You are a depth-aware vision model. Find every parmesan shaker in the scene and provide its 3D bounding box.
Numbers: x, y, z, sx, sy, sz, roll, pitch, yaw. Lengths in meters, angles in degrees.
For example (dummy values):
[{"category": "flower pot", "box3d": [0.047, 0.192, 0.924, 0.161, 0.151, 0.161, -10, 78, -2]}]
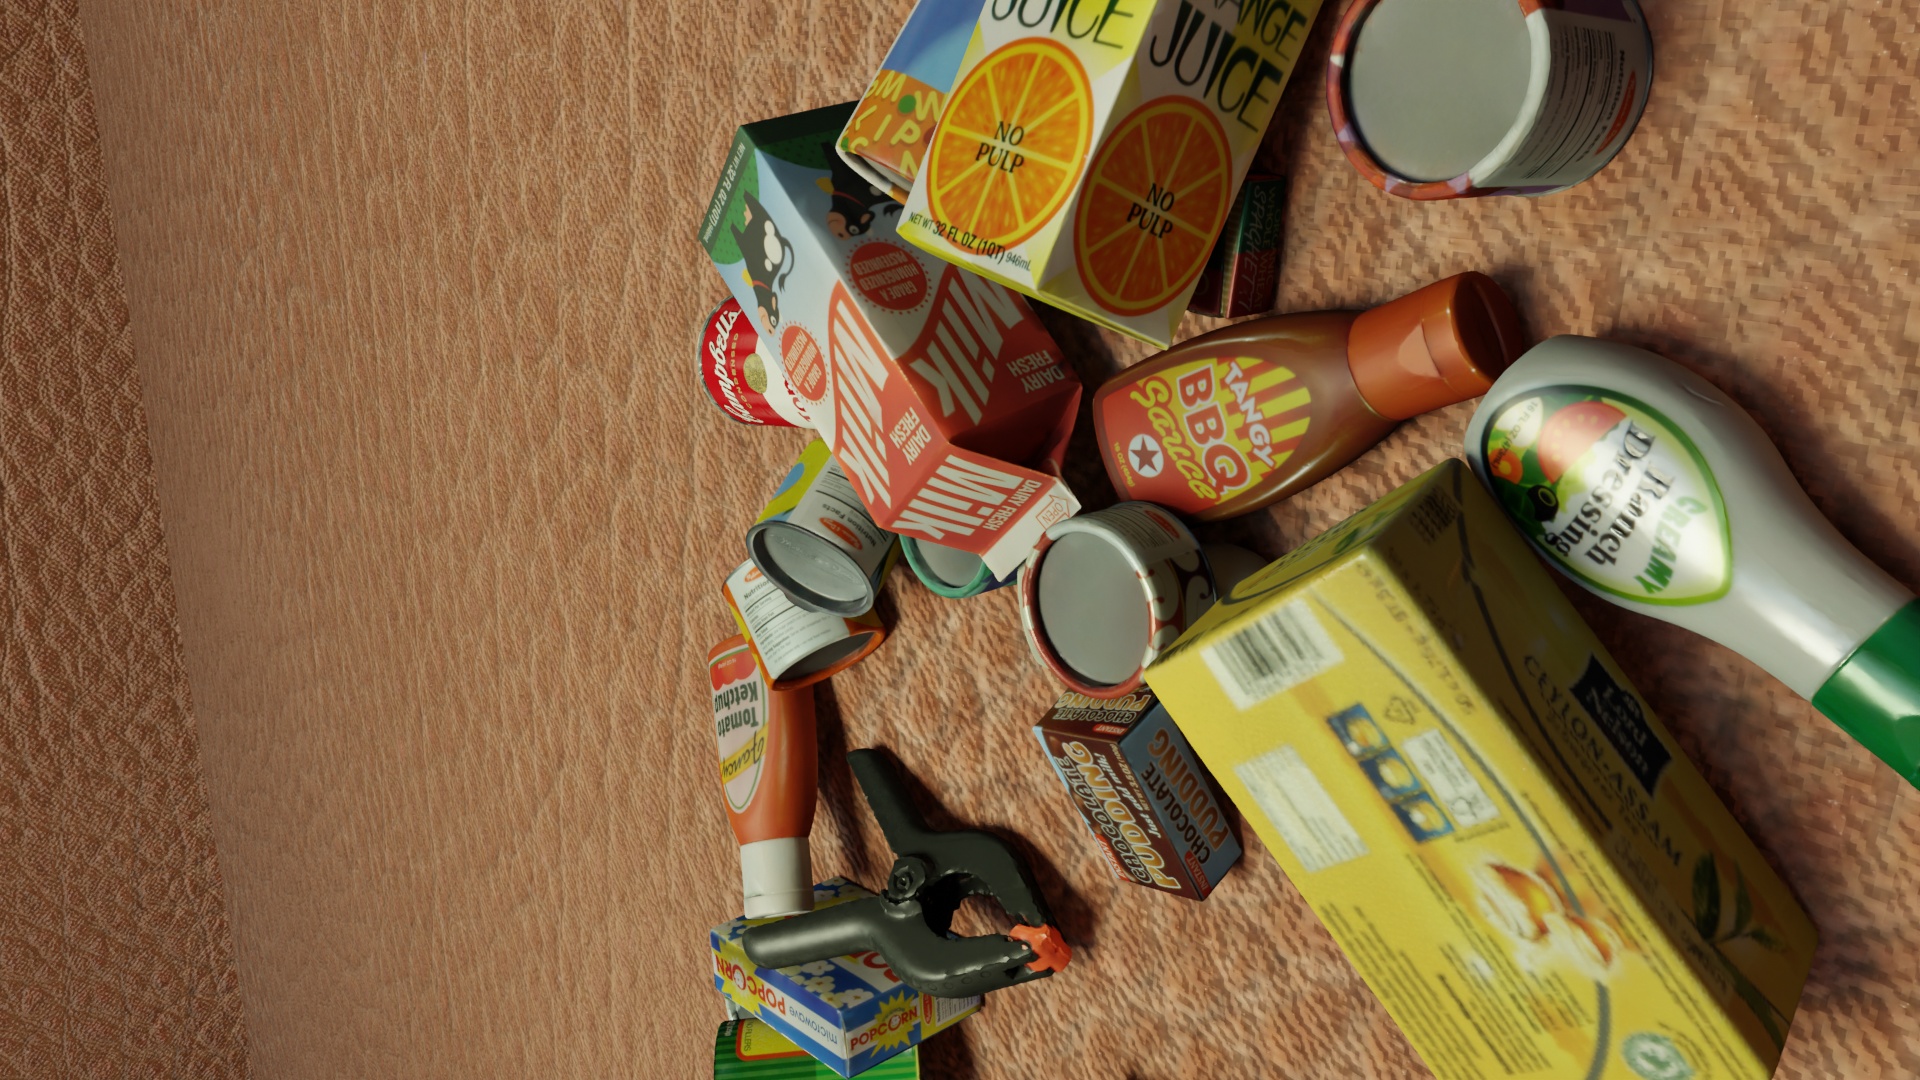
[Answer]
[{"category": "parmesan shaker", "box3d": [-0.072, 0.277, 0.716, 0.071, 0.103, 0.071, -178, 83, -87]}]

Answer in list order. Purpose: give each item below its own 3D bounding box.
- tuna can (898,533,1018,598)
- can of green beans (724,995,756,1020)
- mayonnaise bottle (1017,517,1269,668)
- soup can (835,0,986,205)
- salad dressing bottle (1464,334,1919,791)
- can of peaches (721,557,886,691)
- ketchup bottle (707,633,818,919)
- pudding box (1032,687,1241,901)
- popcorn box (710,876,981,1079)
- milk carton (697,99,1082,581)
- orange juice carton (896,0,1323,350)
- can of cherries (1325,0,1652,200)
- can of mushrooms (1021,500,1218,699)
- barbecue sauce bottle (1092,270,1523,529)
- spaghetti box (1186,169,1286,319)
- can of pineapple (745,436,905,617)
[{"category": "tuna can", "box3d": [0.002, -0.008, 0.615, 0.071, 0.033, 0.071, 18, 114, 47]}, {"category": "can of green beans", "box3d": [-0.094, 0.262, 0.793, 0.071, 0.058, 0.071, 18, 115, 47]}, {"category": "mayonnaise bottle", "box3d": [0.085, 0.028, 0.519, 0.148, 0.041, 0.064, 8, 110, 48]}, {"category": "soup can", "box3d": [0.005, -0.159, 0.501, 0.071, 0.071, 0.083, 33, 94, 41]}, {"category": "salad dressing bottle", "box3d": [0.203, 0.004, 0.363, 0.148, 0.044, 0.064, 47, 136, 31]}, {"category": "can of peaches", "box3d": [-0.078, 0.037, 0.704, 0.071, 0.071, 0.058, -47, 65, 47]}, {"category": "ketchup bottle", "box3d": [-0.103, 0.125, 0.746, 0.064, 0.043, 0.149, -24, 66, 41]}, {"category": "pudding box", "box3d": [0.069, 0.097, 0.543, 0.049, 0.030, 0.083, 2, 127, 52]}, {"category": "popcorn box", "box3d": [-0.061, 0.222, 0.719, 0.126, 0.085, 0.038, 9, 109, 50]}, {"category": "milk carton", "box3d": [-0.020, -0.076, 0.551, 0.191, 0.074, 0.072, 58, 146, 11]}, {"category": "orange juice carton", "box3d": [0.060, -0.167, 0.441, 0.072, 0.073, 0.192, 32, 104, 42]}, {"category": "can of cherries", "box3d": [0.143, -0.129, 0.385, 0.071, 0.058, 0.071, 19, 115, 46]}, {"category": "can of mushrooms", "box3d": [0.055, 0.023, 0.492, 0.071, 0.033, 0.070, 16, 112, 45]}, {"category": "barbecue sauce bottle", "box3d": [0.111, -0.047, 0.461, 0.148, 0.044, 0.065, -19, 92, 51]}, {"category": "spaghetti box", "box3d": [0.022, -0.136, 0.556, 0.250, 0.029, 0.050, 25, 120, 45]}, {"category": "can of pineapple", "box3d": [-0.058, -0.006, 0.649, 0.071, 0.058, 0.070, 20, 147, 14]}]
